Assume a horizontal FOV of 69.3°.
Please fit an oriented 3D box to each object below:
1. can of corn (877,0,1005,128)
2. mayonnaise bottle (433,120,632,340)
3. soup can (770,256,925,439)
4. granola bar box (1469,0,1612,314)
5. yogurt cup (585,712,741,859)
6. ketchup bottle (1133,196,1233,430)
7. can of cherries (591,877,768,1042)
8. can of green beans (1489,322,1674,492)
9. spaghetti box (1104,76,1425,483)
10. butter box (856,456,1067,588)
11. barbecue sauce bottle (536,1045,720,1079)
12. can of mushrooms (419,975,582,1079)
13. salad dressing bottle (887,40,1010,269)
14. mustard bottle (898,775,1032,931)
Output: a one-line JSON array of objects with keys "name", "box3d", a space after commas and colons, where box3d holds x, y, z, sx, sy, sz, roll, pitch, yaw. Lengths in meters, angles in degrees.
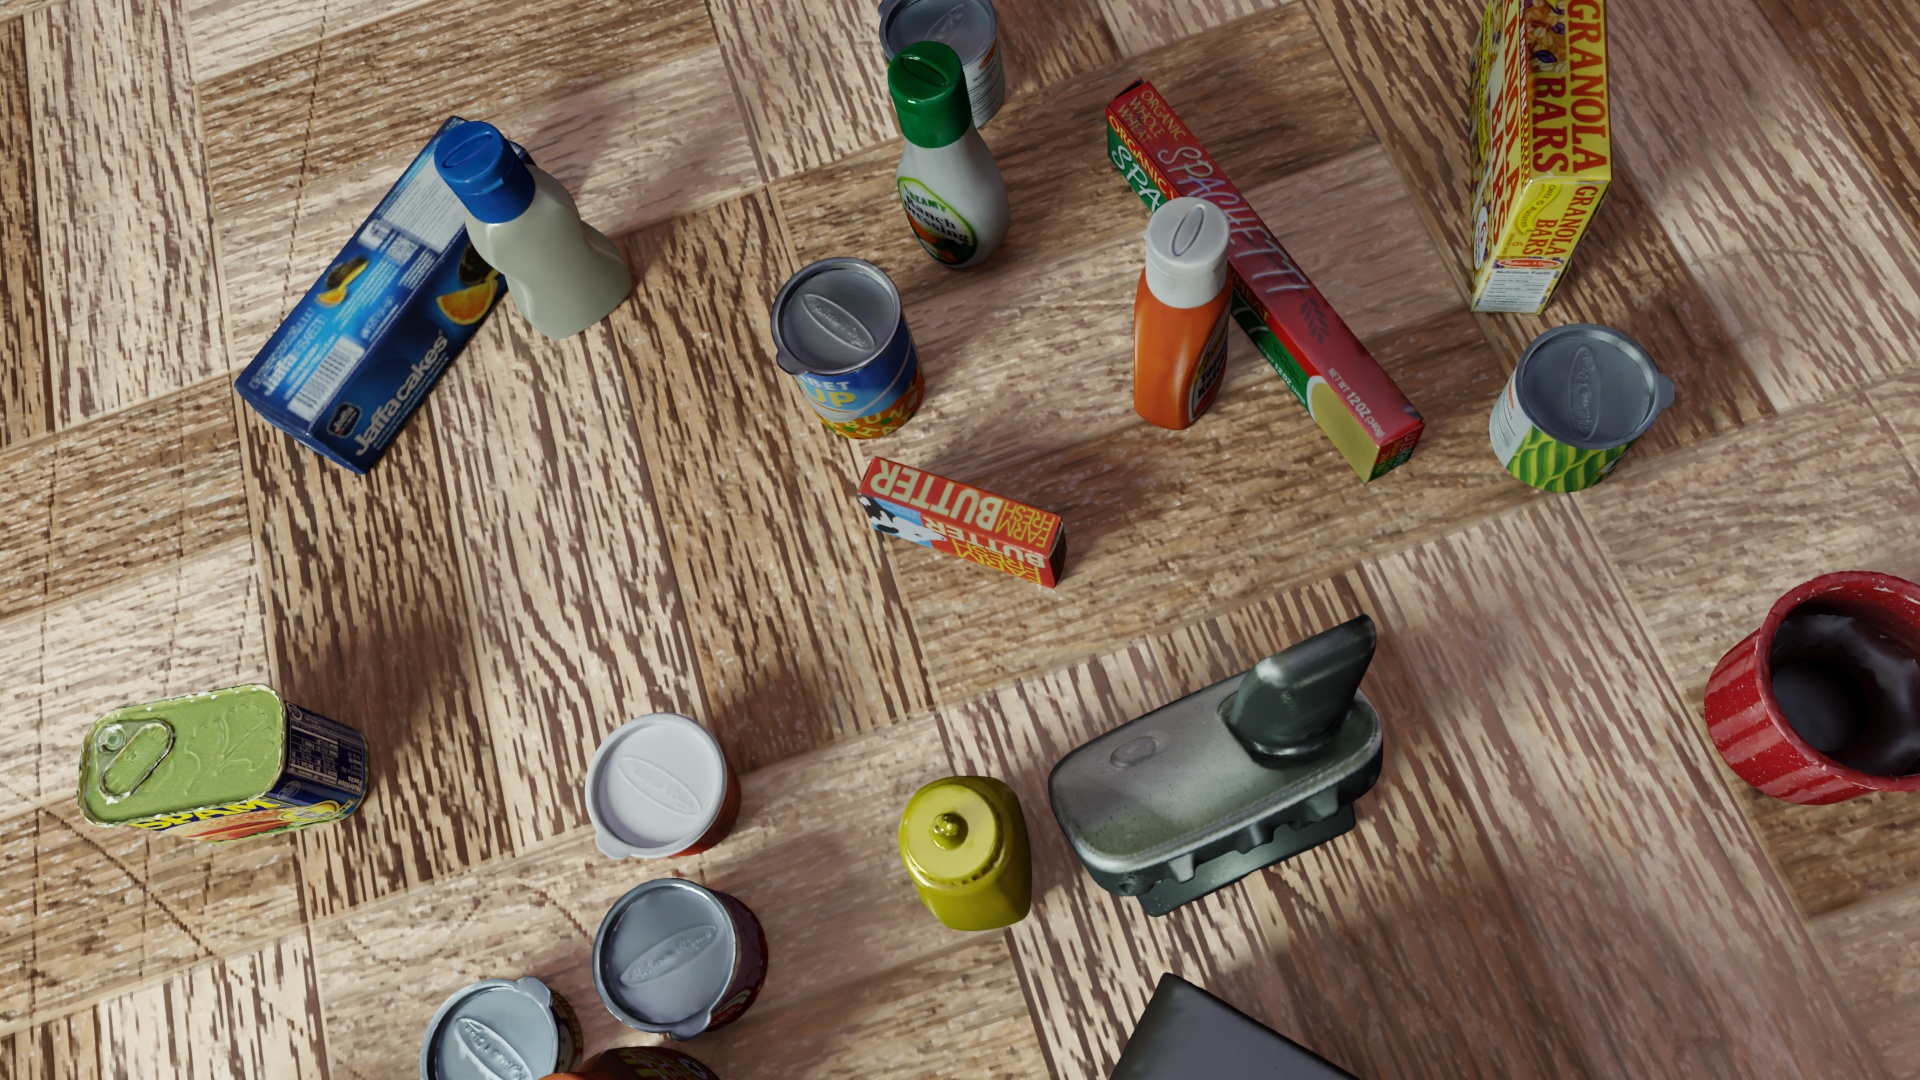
[{"name": "can of corn", "box3d": [-0.011, -0.277, 0.798, 0.071, 0.058, 0.071, -2, 70, 7]}, {"name": "mayonnaise bottle", "box3d": [-0.227, -0.163, 0.736, 0.065, 0.147, 0.041, -36, 70, -6]}, {"name": "soup can", "box3d": [-0.058, -0.096, 0.723, 0.071, 0.083, 0.071, -2, 70, 7]}, {"name": "granola bar box", "box3d": [0.289, -0.215, 0.700, 0.039, 0.124, 0.166, 4, 71, 9]}, {"name": "yogurt cup", "box3d": [-0.139, 0.121, 0.669, 0.072, 0.053, 0.072, -2, 70, 7]}, {"name": "ketchup bottle", "box3d": [0.107, -0.110, 0.671, 0.043, 0.148, 0.065, 23, 75, 15]}, {"name": "can of cherries", "box3d": [-0.127, 0.194, 0.638, 0.071, 0.058, 0.072, -2, 70, 7]}, {"name": "can of green beans", "box3d": [0.298, -0.063, 0.677, 0.071, 0.057, 0.071, -2, 70, 7]}, {"name": "spaghetti box", "box3d": [0.153, -0.140, 0.729, 0.029, 0.050, 0.250, -31, 69, -4]}, {"name": "butter box", "box3d": [0.002, -0.009, 0.699, 0.103, 0.053, 0.024, 19, 74, 14]}, {"name": "barbecue sauce bottle", "box3d": [-0.139, 0.238, 0.574, 0.065, 0.148, 0.044, 31, 77, 17]}, {"name": "can of mushrooms", "box3d": [-0.211, 0.237, 0.646, 0.071, 0.033, 0.071, -2, 70, 7]}, {"name": "salad dressing bottle", "box3d": [-0.008, -0.196, 0.719, 0.064, 0.147, 0.044, 35, 78, 18]}, {"name": "mustard bottle", "box3d": [0.002, 0.129, 0.590, 0.049, 0.159, 0.065, -8, 69, 5]}]
